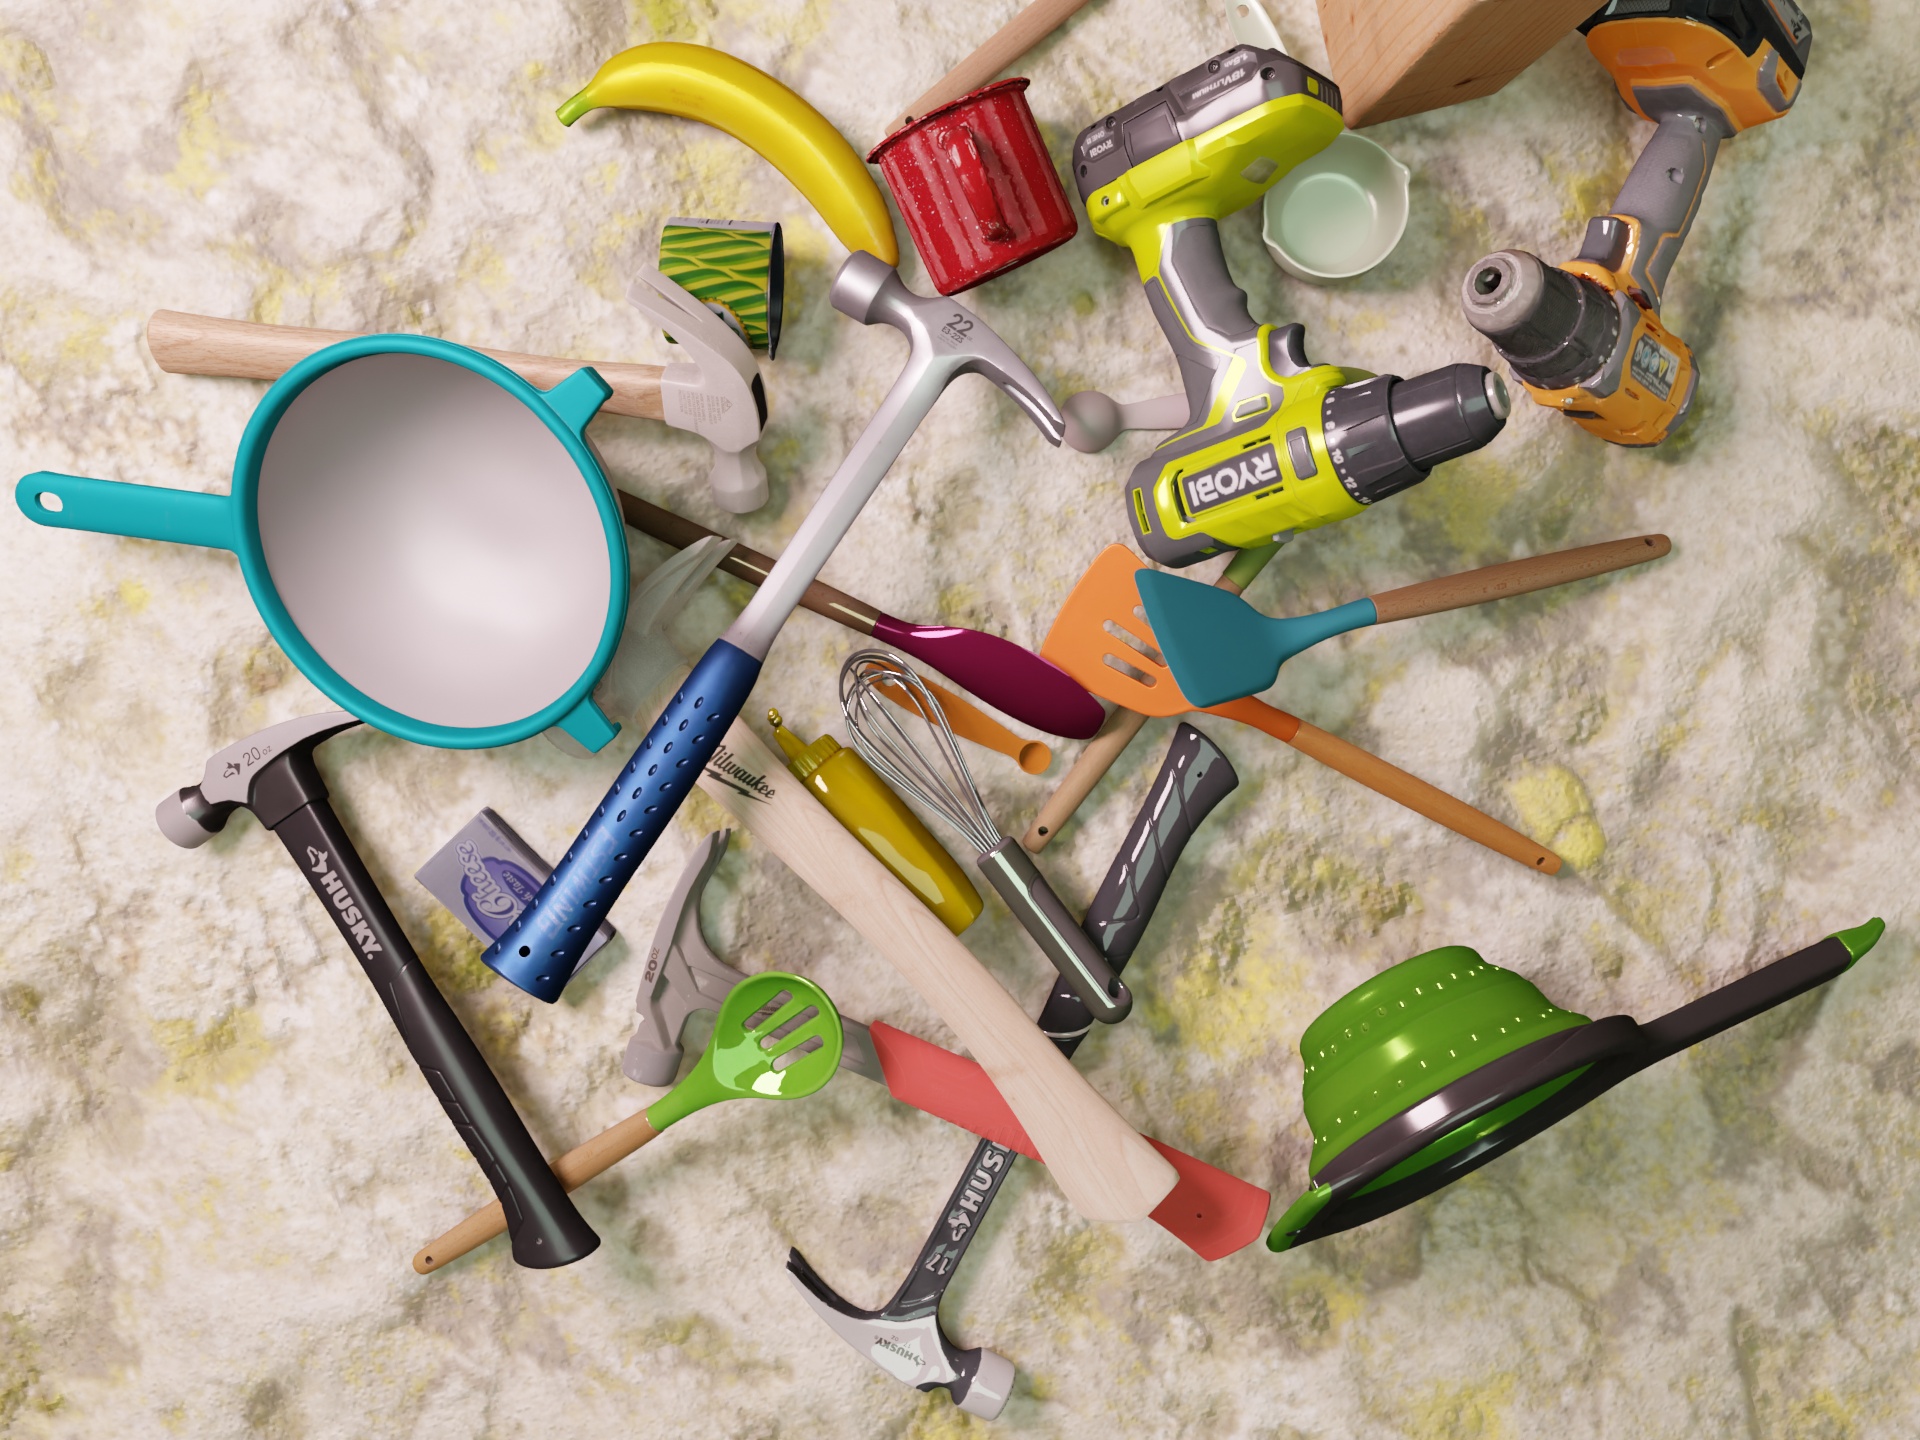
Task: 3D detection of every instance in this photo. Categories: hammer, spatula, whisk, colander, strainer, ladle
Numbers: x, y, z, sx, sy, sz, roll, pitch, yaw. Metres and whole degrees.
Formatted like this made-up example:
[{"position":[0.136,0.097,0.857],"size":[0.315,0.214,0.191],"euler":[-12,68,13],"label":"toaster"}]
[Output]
[{"position":[-0.099,-0.040,0.792],"size":[0.144,0.035,0.405],"euler":[32,80,5],"label":"hammer"},{"position":[-0.292,0.147,0.859],"size":[0.146,0.035,0.335],"euler":[-33,88,10],"label":"hammer"},{"position":[-0.266,-0.185,0.836],"size":[0.331,0.031,0.130],"euler":[7,136,5],"label":"hammer"},{"position":[-0.004,0.189,0.860],"size":[0.359,0.036,0.149],"euler":[21,96,10],"label":"hammer"},{"position":[0.084,-0.411,0.848],"size":[0.316,0.018,0.060],"euler":[-39,93,2],"label":"spatula"},{"position":[0.014,0.063,0.860],"size":[0.059,0.058,0.246],"euler":[-37,90,39],"label":"whisk"},{"position":[0.324,0.159,0.870],"size":[0.397,0.204,0.095],"euler":[-20,61,-15],"label":"colander"},{"position":[0.244,-0.067,0.842],"size":[0.317,0.044,0.082],"euler":[-13,65,-13],"label":"spatula"},{"position":[0.197,0.011,0.867],"size":[0.322,0.041,0.081],"euler":[26,107,-16],"label":"spatula"},{"position":[-0.040,0.086,0.816],"size":[0.411,0.038,0.146],"euler":[45,104,11],"label":"hammer"},{"position":[0.044,0.188,0.899],"size":[0.149,0.036,0.409],"euler":[27,94,-2],"label":"hammer"},{"position":[-0.317,-0.107,0.831],"size":[0.340,0.095,0.211],"euler":[8,113,11],"label":"strainer"},{"position":[0.134,-0.056,0.878],"size":[0.078,0.062,0.320],"euler":[37,101,1],"label":"ladle"}]

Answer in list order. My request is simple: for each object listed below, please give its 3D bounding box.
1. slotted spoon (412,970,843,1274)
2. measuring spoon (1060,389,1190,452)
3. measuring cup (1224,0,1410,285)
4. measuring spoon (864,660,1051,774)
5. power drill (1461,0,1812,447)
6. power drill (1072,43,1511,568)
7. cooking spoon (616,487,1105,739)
[{"position":[-0.187,0.228,0.872],"size":[0.313,0.031,0.070],"euler":[-34,88,16],"label":"slotted spoon"},{"position":[0.116,-0.170,0.872],"size":[0.124,0.018,0.034],"euler":[-7,96,-1],"label":"measuring spoon"},{"position":[0.179,-0.312,0.853],"size":[0.083,0.038,0.167],"euler":[-25,88,4],"label":"measuring cup"},{"position":[-0.001,-0.003,0.892],"size":[0.117,0.011,0.021],"euler":[28,97,0],"label":"measuring spoon"},{"position":[0.332,-0.267,0.798],"size":[0.185,0.084,0.226],"euler":[12,96,-43],"label":"power drill"},{"position":[0.156,-0.206,0.792],"size":[0.190,0.080,0.228],"euler":[-17,85,36],"label":"power drill"},{"position":[-0.069,-0.063,0.866],"size":[0.319,0.068,0.017],"euler":[25,61,2],"label":"cooking spoon"}]
